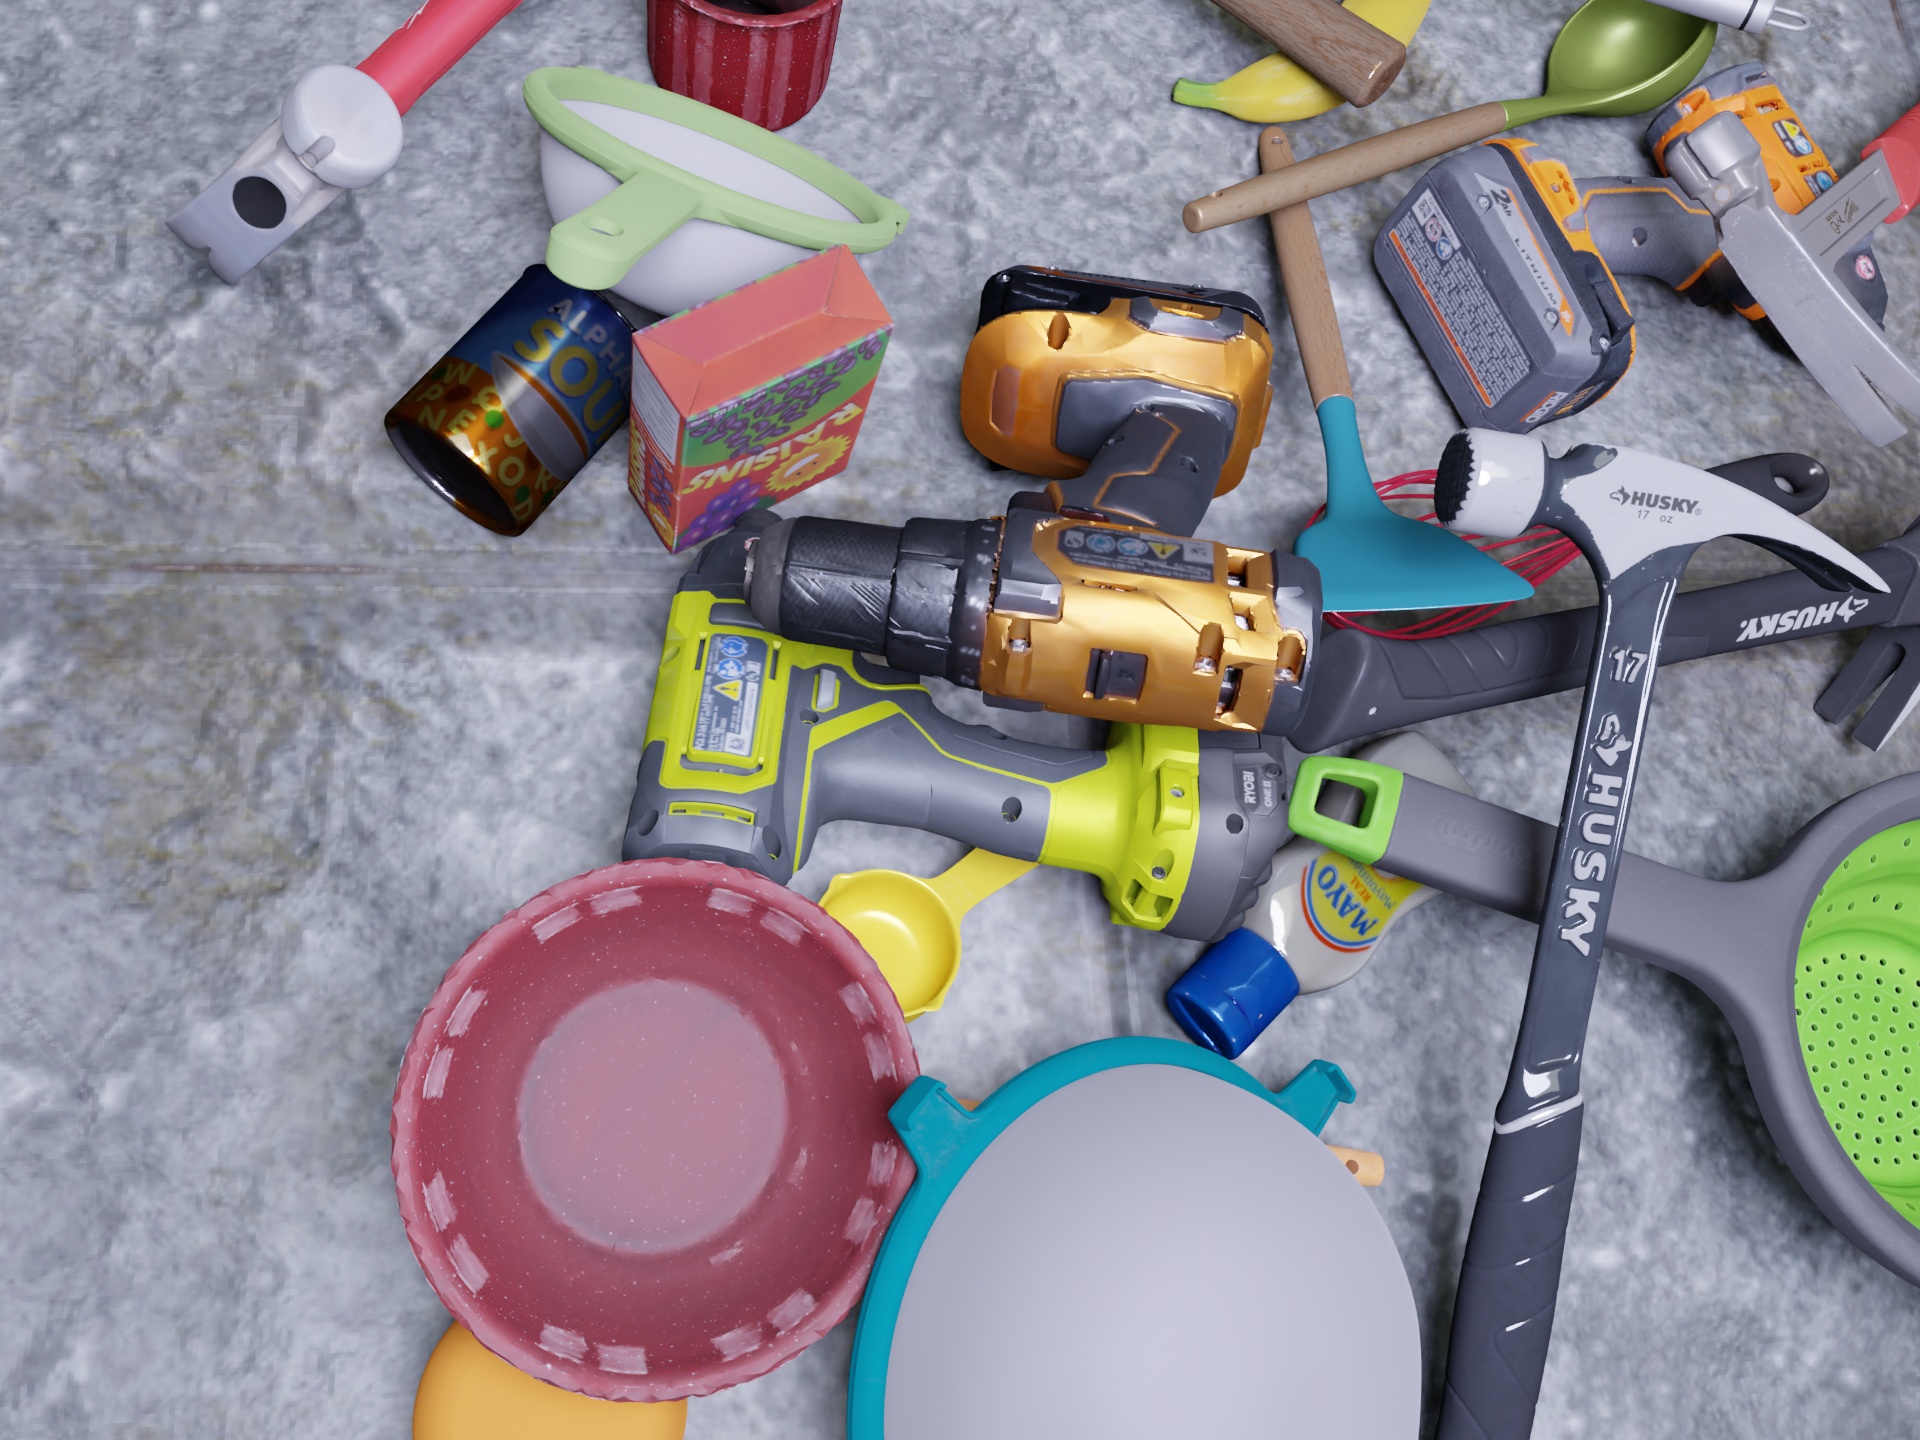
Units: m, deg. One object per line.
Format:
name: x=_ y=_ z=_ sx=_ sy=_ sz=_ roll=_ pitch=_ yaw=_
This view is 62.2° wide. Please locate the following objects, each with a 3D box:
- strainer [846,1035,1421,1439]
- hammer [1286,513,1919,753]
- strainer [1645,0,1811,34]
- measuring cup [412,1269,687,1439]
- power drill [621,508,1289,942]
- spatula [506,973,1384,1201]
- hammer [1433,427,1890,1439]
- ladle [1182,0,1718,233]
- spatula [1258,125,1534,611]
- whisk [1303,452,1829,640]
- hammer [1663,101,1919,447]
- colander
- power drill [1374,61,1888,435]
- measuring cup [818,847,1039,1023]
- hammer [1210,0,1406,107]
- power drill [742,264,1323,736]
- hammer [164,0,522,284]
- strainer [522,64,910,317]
strainer: x=0.075 y=0.273 z=0.489 sx=0.211 sy=0.095 sz=0.340 roll=6 pitch=81 yaw=-33
hammer: x=0.274 y=-0.031 z=0.621 sx=0.334 sy=0.146 sz=0.035 roll=-11 pitch=38 yaw=-20
strainer: x=0.267 y=-0.364 z=0.740 sx=0.258 sy=0.050 sz=0.087 roll=21 pitch=51 yaw=8
measuring cup: x=-0.098 y=0.247 z=0.512 sx=0.173 sy=0.052 sz=0.095 roll=36 pitch=69 yaw=4
power drill: x=-0.001 y=-0.002 z=0.592 sx=0.223 sy=0.080 sz=0.171 roll=8 pitch=51 yaw=-6
spatula: x=0.005 y=0.146 z=0.573 sx=0.322 sy=0.041 sz=0.081 roll=9 pitch=75 yaw=-10
hammer: x=0.206 y=0.114 z=0.544 sx=0.149 sy=0.036 sz=0.409 roll=8 pitch=95 yaw=-5
ladle: x=0.227 y=-0.282 z=0.727 sx=0.320 sy=0.062 sz=0.078 roll=-25 pitch=37 yaw=-24
spatula: x=0.153 y=-0.155 z=0.655 sx=0.082 sy=0.044 sz=0.318 roll=-3 pitch=54 yaw=1
whisk: x=0.271 y=-0.085 z=0.697 sx=0.295 sy=0.073 sz=0.073 roll=-12 pitch=75 yaw=-22
hammer: x=0.447 y=-0.253 z=0.739 sx=0.359 sy=0.036 sz=0.149 roll=-35 pitch=87 yaw=-37
colander: x=0.308 y=0.101 z=0.624 sx=0.397 sy=0.094 sz=0.205 roll=19 pitch=72 yaw=0
power drill: x=0.323 y=-0.206 z=0.732 sx=0.226 sy=0.084 sz=0.164 roll=-21 pitch=77 yaw=-21
measuring cup: x=0.005 y=0.063 z=0.614 sx=0.156 sy=0.029 sz=0.062 roll=-33 pitch=77 yaw=-31
hammer: x=0.066 y=-0.390 z=0.745 sx=0.331 sy=0.031 sz=0.130 roll=41 pitch=72 yaw=12
power drill: x=0.031 y=-0.085 z=0.579 sx=0.185 sy=0.084 sz=0.226 roll=7 pitch=40 yaw=2
hammer: x=-0.182 y=-0.327 z=0.672 sx=0.038 sy=0.143 sz=0.386 roll=47 pitch=54 yaw=-29
strainer: x=-0.110 y=-0.173 z=0.586 sx=0.151 sy=0.069 sz=0.256 roll=22 pitch=27 yaw=-6
